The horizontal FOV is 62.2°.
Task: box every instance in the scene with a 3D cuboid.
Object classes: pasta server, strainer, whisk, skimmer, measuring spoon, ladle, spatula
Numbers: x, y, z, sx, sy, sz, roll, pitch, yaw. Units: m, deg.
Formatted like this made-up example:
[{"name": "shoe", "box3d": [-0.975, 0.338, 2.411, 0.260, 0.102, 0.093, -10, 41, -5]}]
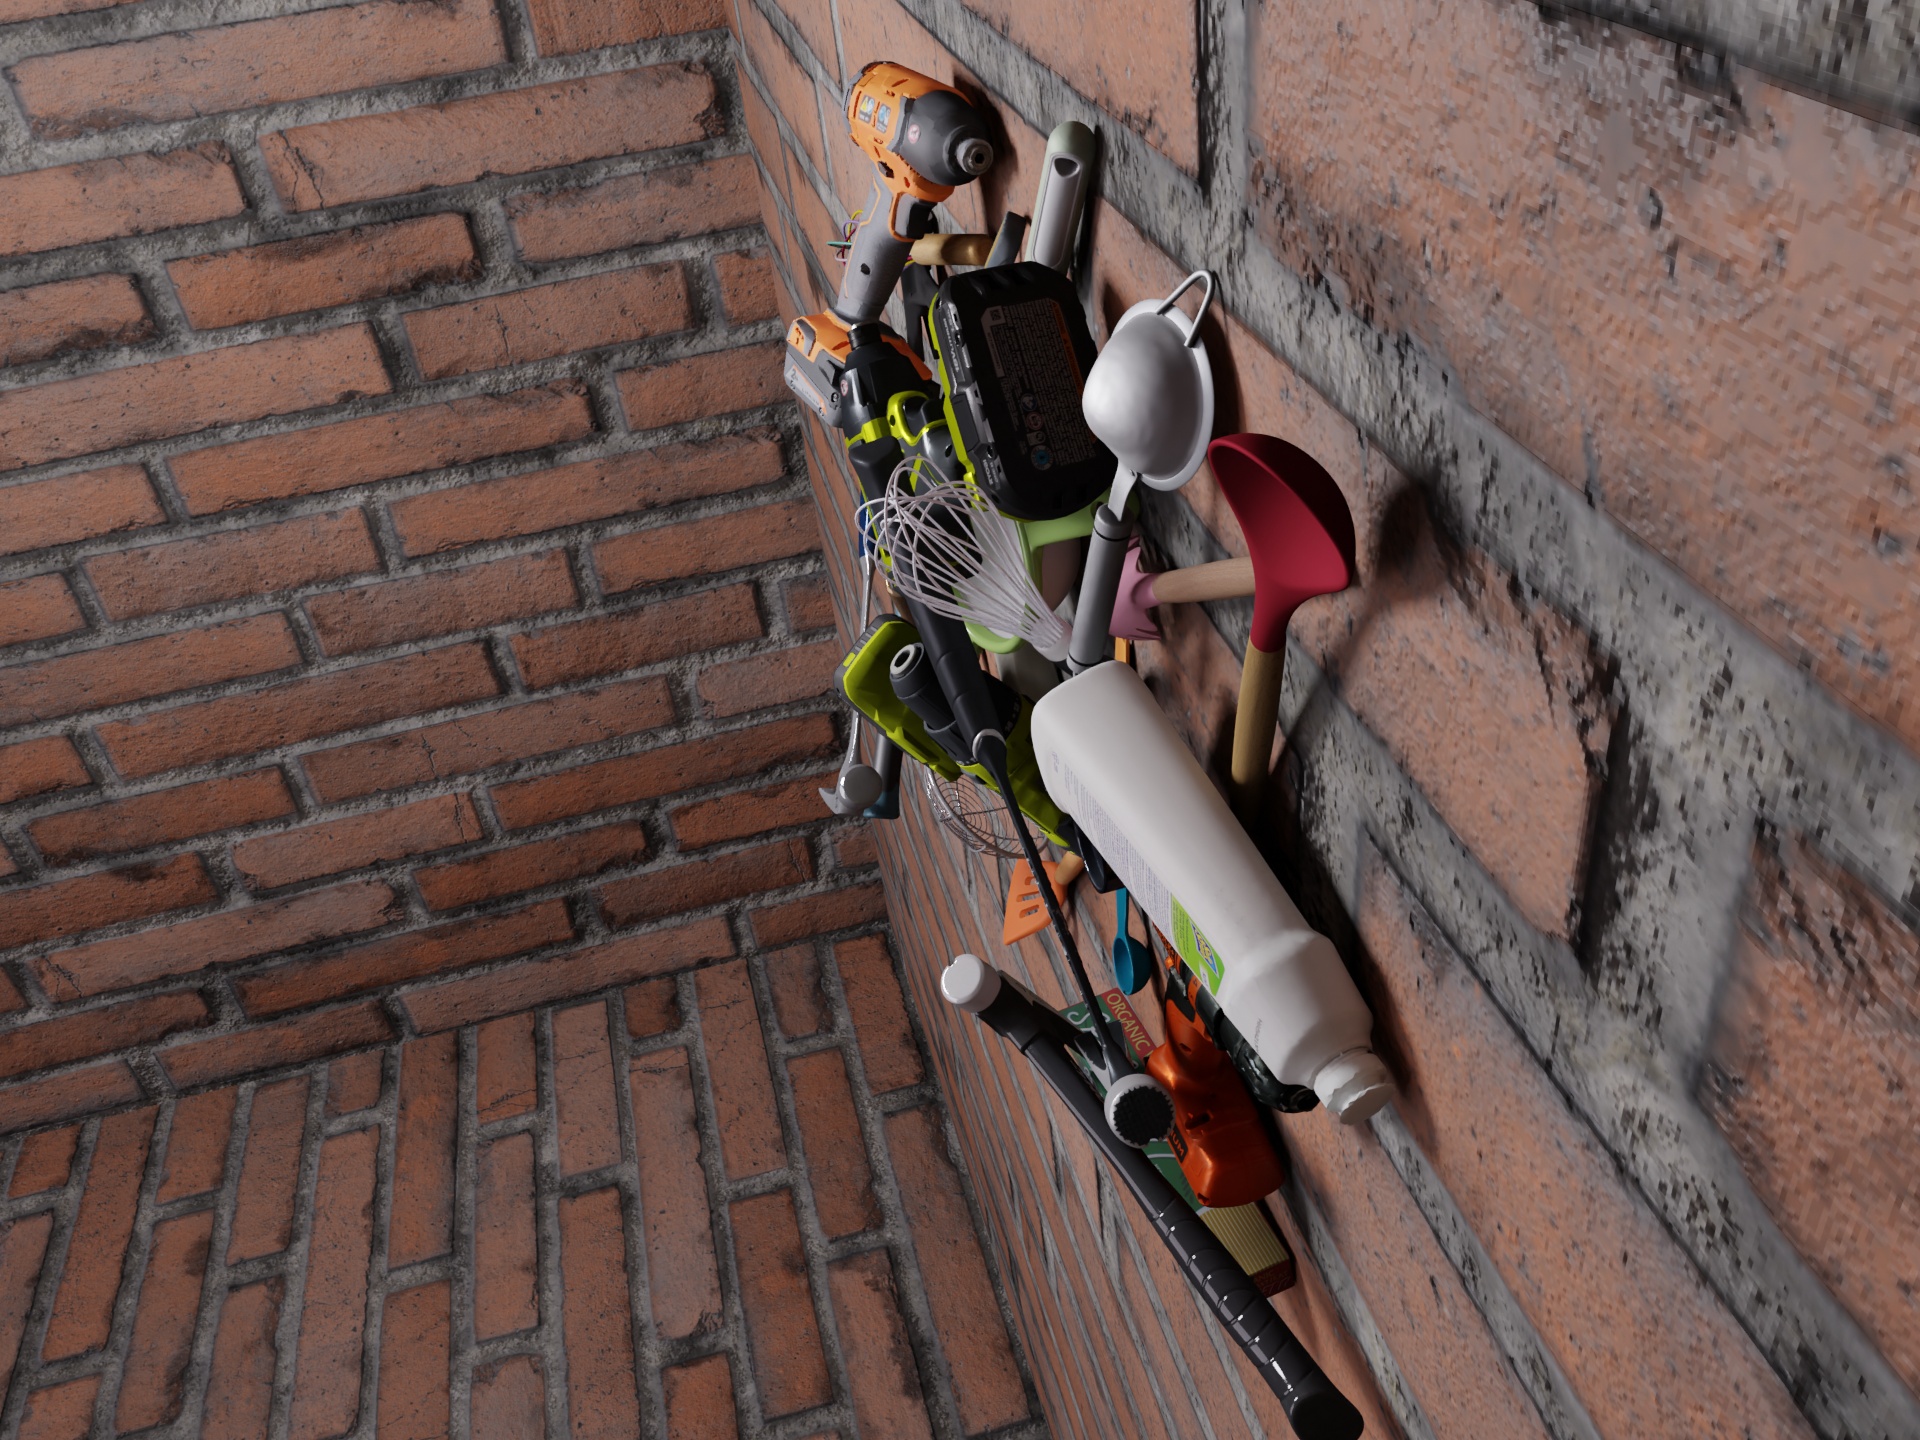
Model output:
[{"name": "pasta server", "box3d": [0.115, -0.067, 0.766, 0.316, 0.040, 0.060, -172, 69, -77]}, {"name": "strainer", "box3d": [0.057, -0.125, 0.996, 0.256, 0.069, 0.151, -2, 105, 64]}, {"name": "strainer", "box3d": [0.075, -0.101, 0.770, 0.087, 0.050, 0.258, 59, 155, 35]}, {"name": "whisk", "box3d": [-0.038, -0.351, 1.172, 0.245, 0.051, 0.047, 31, 103, 59]}, {"name": "whisk", "box3d": [0.045, -0.242, 0.902, 0.246, 0.058, 0.059, 103, -177, -64]}, {"name": "skimmer", "box3d": [0.023, -0.074, 1.259, 0.090, 0.127, 0.363, 6, 97, 39]}, {"name": "measuring spoon", "box3d": [0.121, 0.127, 1.097, 0.042, 0.021, 0.128, -138, 45, -71]}, {"name": "ladle", "box3d": [0.128, -0.020, 0.668, 0.069, 0.031, 0.315, 46, 165, 25]}, {"name": "measuring spoon", "box3d": [0.105, -0.014, 0.989, 0.021, 0.011, 0.116, -114, 17, -57]}, {"name": "whisk", "box3d": [0.036, -0.058, 0.857, 0.284, 0.070, 0.070, 34, -148, -53]}, {"name": "spatula", "box3d": [0.077, 0.119, 1.275, 0.322, 0.041, 0.081, 107, 174, -71]}]

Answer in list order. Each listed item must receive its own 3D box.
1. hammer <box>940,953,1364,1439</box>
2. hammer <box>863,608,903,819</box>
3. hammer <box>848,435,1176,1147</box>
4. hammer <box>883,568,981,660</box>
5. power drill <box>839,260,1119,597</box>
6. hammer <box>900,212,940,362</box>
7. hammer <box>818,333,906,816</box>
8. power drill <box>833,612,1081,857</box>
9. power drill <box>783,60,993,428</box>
[{"name": "hammer", "box3d": [0.111, 0.270, 0.910, 0.146, 0.035, 0.335, 41, -175, -47]}, {"name": "hammer", "box3d": [-0.048, -0.074, 1.390, 0.128, 0.033, 0.331, 57, -141, -73]}, {"name": "hammer", "box3d": [0.024, 0.032, 0.897, 0.149, 0.036, 0.409, -165, 53, -88]}, {"name": "hammer", "box3d": [-0.023, -0.058, 1.357, 0.331, 0.031, 0.130, 65, -150, -71]}, {"name": "power drill", "box3d": [-0.005, -0.173, 0.924, 0.223, 0.080, 0.171, -12, 96, 66]}, {"name": "hammer", "box3d": [0.004, -0.271, 1.178, 0.337, 0.034, 0.127, -114, 14, -54]}, {"name": "hammer", "box3d": [-0.078, -0.121, 1.311, 0.144, 0.035, 0.406, 139, 136, -74]}, {"name": "power drill", "box3d": [-0.002, -0.003, 1.087, 0.190, 0.080, 0.229, 39, 176, -27]}, {"name": "power drill", "box3d": [-0.043, -0.311, 1.064, 0.164, 0.084, 0.226, 49, 130, 51]}]
